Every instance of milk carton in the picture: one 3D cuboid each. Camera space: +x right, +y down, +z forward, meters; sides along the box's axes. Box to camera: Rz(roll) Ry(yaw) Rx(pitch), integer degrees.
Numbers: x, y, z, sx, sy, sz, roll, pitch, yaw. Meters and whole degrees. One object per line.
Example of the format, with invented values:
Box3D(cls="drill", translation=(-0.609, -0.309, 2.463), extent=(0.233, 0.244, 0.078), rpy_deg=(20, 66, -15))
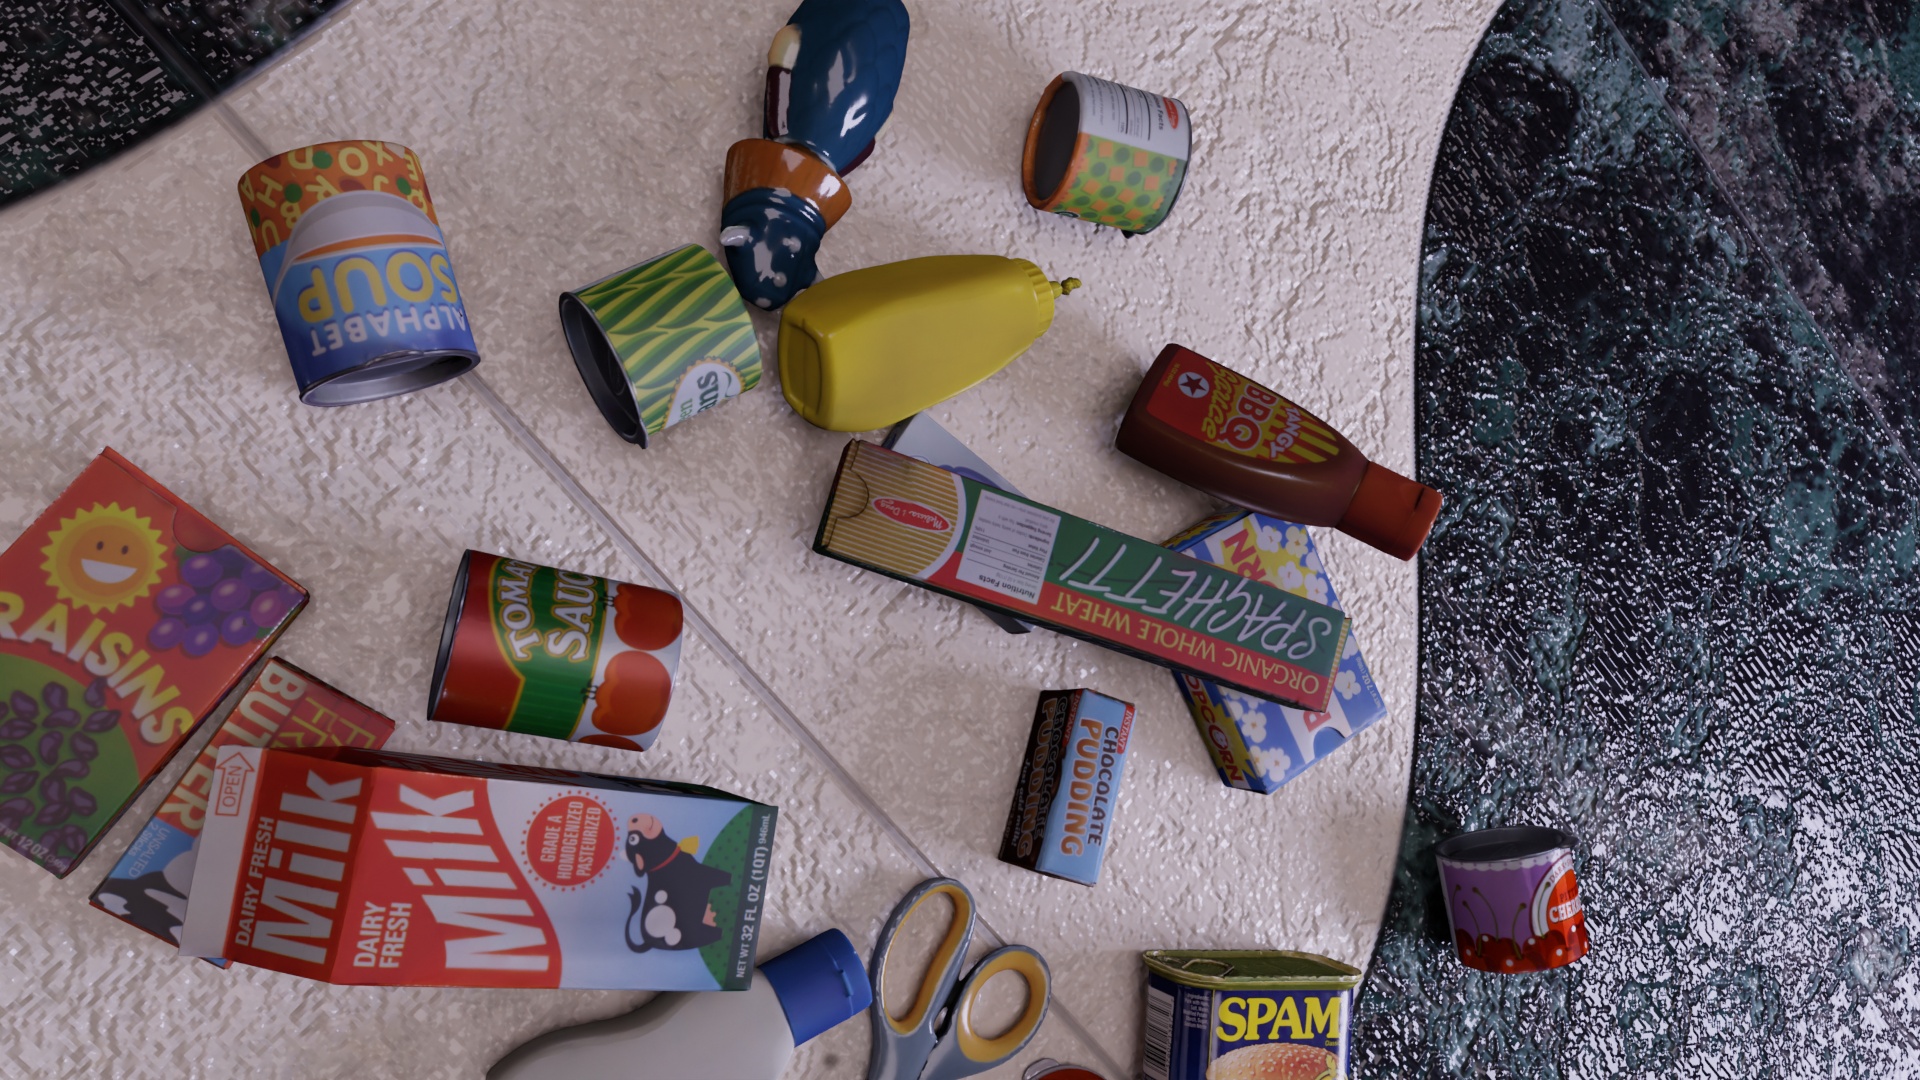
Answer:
Box3D(cls="milk carton", translation=(-0.171, 0.119, 0.505), extent=(0.191, 0.073, 0.072), rpy_deg=(12, 81, -32))

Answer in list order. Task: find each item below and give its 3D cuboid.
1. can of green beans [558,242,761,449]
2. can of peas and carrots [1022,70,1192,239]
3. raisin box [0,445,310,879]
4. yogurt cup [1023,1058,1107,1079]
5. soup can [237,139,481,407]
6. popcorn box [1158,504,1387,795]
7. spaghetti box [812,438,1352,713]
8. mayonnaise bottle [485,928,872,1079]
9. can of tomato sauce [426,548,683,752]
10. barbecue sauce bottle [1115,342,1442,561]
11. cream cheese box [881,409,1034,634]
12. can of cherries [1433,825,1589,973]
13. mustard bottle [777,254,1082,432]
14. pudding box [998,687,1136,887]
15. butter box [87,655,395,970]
Box3D(cls="can of green beans", translation=(-0.122, -0.081, 0.569), extent=(0.058, 0.071, 0.071), rpy_deg=(-29, 96, -24))
Box3D(cls="can of peas and carrots", translation=(0.068, -0.183, 0.665), extent=(0.059, 0.071, 0.071), rpy_deg=(8, 81, -22))
Box3D(cls="raisin box", translation=(-0.307, 0.042, 0.490), extent=(0.086, 0.040, 0.124), rpy_deg=(40, 70, -14))
Box3D(cls="yogurt cup", translation=(0.056, 0.273, 0.613), extent=(0.072, 0.054, 0.072), rpy_deg=(2, 84, -23))
Box3D(cls="soup can", translation=(-0.226, -0.100, 0.524), extent=(0.071, 0.071, 0.083), rpy_deg=(-17, 91, -24))
Box3D(cls="popcorn box", translation=(0.146, 0.048, 0.686), extent=(0.085, 0.038, 0.126), rpy_deg=(-27, 95, -25))
Box3D(cls="spaghetti box", translation=(0.059, 0.020, 0.619), extent=(0.250, 0.028, 0.050), rpy_deg=(19, 81, -16))
Box3D(cls="mayonnaise bottle", translation=(-0.108, 0.205, 0.557), extent=(0.148, 0.041, 0.064), rpy_deg=(-22, 91, -25))
Box3D(cls="can of tomato sauce", translation=(-0.156, 0.042, 0.539), extent=(0.083, 0.071, 0.071), rpy_deg=(13, 79, -22))
Box3D(cls="barbecue sauce bottle", translation=(0.152, -0.038, 0.661), extent=(0.148, 0.043, 0.065), rpy_deg=(27, 54, 9))
Box3D(cls="cream cheese box", translation=(0.002, -0.008, 0.637), extent=(0.103, 0.024, 0.053), rpy_deg=(38, 70, -15))
Box3D(cls="can of cherries", translation=(0.285, 0.183, 0.712), extent=(0.072, 0.071, 0.058), rpy_deg=(-10, 89, -24))
Box3D(cls="mustard bottle", translation=(-0.006, -0.097, 0.625), extent=(0.161, 0.049, 0.065), rpy_deg=(-23, 134, -35))
Box3D(cls="pudding box", translation=(0.049, 0.111, 0.630), extent=(0.030, 0.049, 0.084), rpy_deg=(20, 77, -19))
Box3D(cls="butter box", translation=(-0.261, 0.098, 0.511), extent=(0.053, 0.024, 0.104), rpy_deg=(36, 72, -17))
